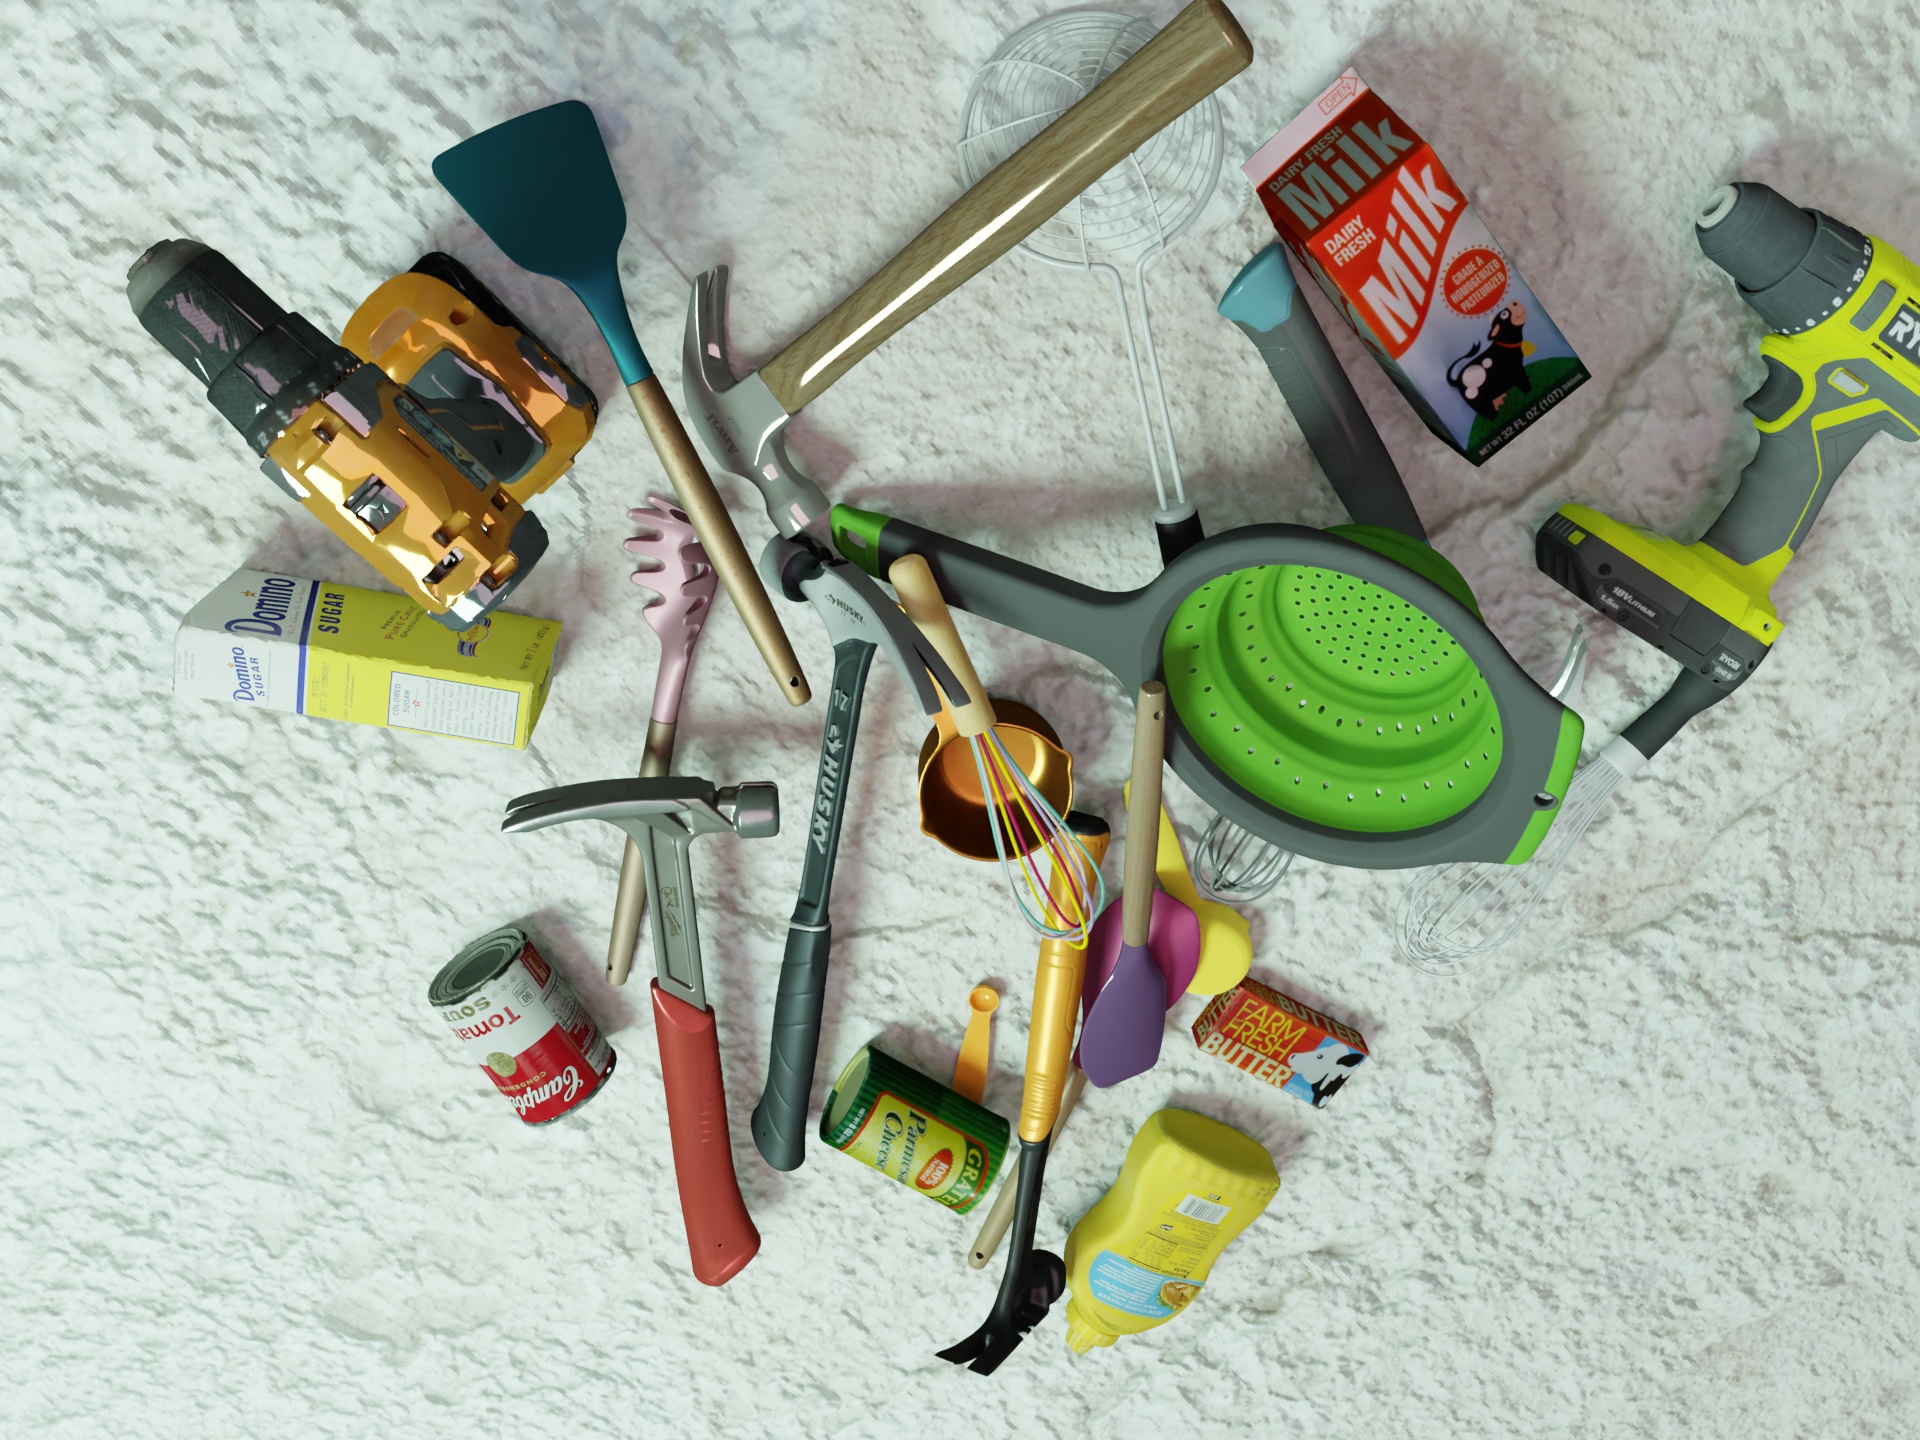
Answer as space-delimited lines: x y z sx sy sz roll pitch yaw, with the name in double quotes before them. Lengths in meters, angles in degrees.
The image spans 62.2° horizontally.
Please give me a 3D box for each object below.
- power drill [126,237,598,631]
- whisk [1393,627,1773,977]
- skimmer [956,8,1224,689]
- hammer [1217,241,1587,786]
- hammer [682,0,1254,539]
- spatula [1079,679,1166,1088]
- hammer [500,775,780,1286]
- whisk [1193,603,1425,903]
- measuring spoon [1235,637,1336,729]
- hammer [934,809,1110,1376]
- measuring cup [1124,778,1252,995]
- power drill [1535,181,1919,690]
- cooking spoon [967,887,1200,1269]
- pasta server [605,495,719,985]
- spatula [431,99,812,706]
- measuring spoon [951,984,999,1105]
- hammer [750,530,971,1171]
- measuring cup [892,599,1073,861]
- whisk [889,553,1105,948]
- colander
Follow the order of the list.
"power drill" -0.257 -0.149 0.715 0.084 0.226 0.185 -40 111 14
"whisk" 0.367 0.044 0.940 0.070 0.070 0.284 40 101 -19
"skimmer" 0.096 -0.176 0.834 0.127 0.090 0.362 -17 124 2
"hammer" 0.232 -0.104 0.863 0.128 0.033 0.330 -25 112 25
"hammer" -0.009 -0.220 0.748 0.331 0.031 0.130 -31 101 31
"spatula" 0.097 0.105 0.892 0.059 0.018 0.315 -17 132 -19
"hammer" -0.171 0.195 0.945 0.149 0.037 0.358 -4 118 -5
"whisk" 0.201 0.013 0.897 0.055 0.055 0.238 20 120 -12
"measuring spoon" 0.172 -0.010 0.925 0.124 0.018 0.034 -40 109 7
"hammer" 0.047 0.220 0.955 0.034 0.127 0.337 12 102 25
"measuring cup" 0.133 0.103 0.961 0.062 0.029 0.156 -23 115 7
"power drill" 0.415 -0.149 0.841 0.190 0.080 0.228 28 107 -15
"cooking spoon" 0.068 0.238 1.016 0.069 0.017 0.318 29 116 11
"pasta server" -0.179 0.023 0.902 0.040 0.060 0.316 -10 125 -42
"spatula" -0.149 -0.147 0.795 0.082 0.044 0.317 -31 110 -16
"measuring spoon" 0.008 0.216 1.018 0.021 0.011 0.116 9 117 0
"hammer" -0.080 0.104 0.913 0.036 0.149 0.408 -16 129 -38
"measuring cup" -0.001 -0.003 0.895 0.095 0.052 0.173 -27 111 9
"whisk" 0.021 0.022 0.855 0.051 0.047 0.244 -21 110 8
"colander" 0.121 -0.058 0.819 0.397 0.094 0.204 22 139 19
